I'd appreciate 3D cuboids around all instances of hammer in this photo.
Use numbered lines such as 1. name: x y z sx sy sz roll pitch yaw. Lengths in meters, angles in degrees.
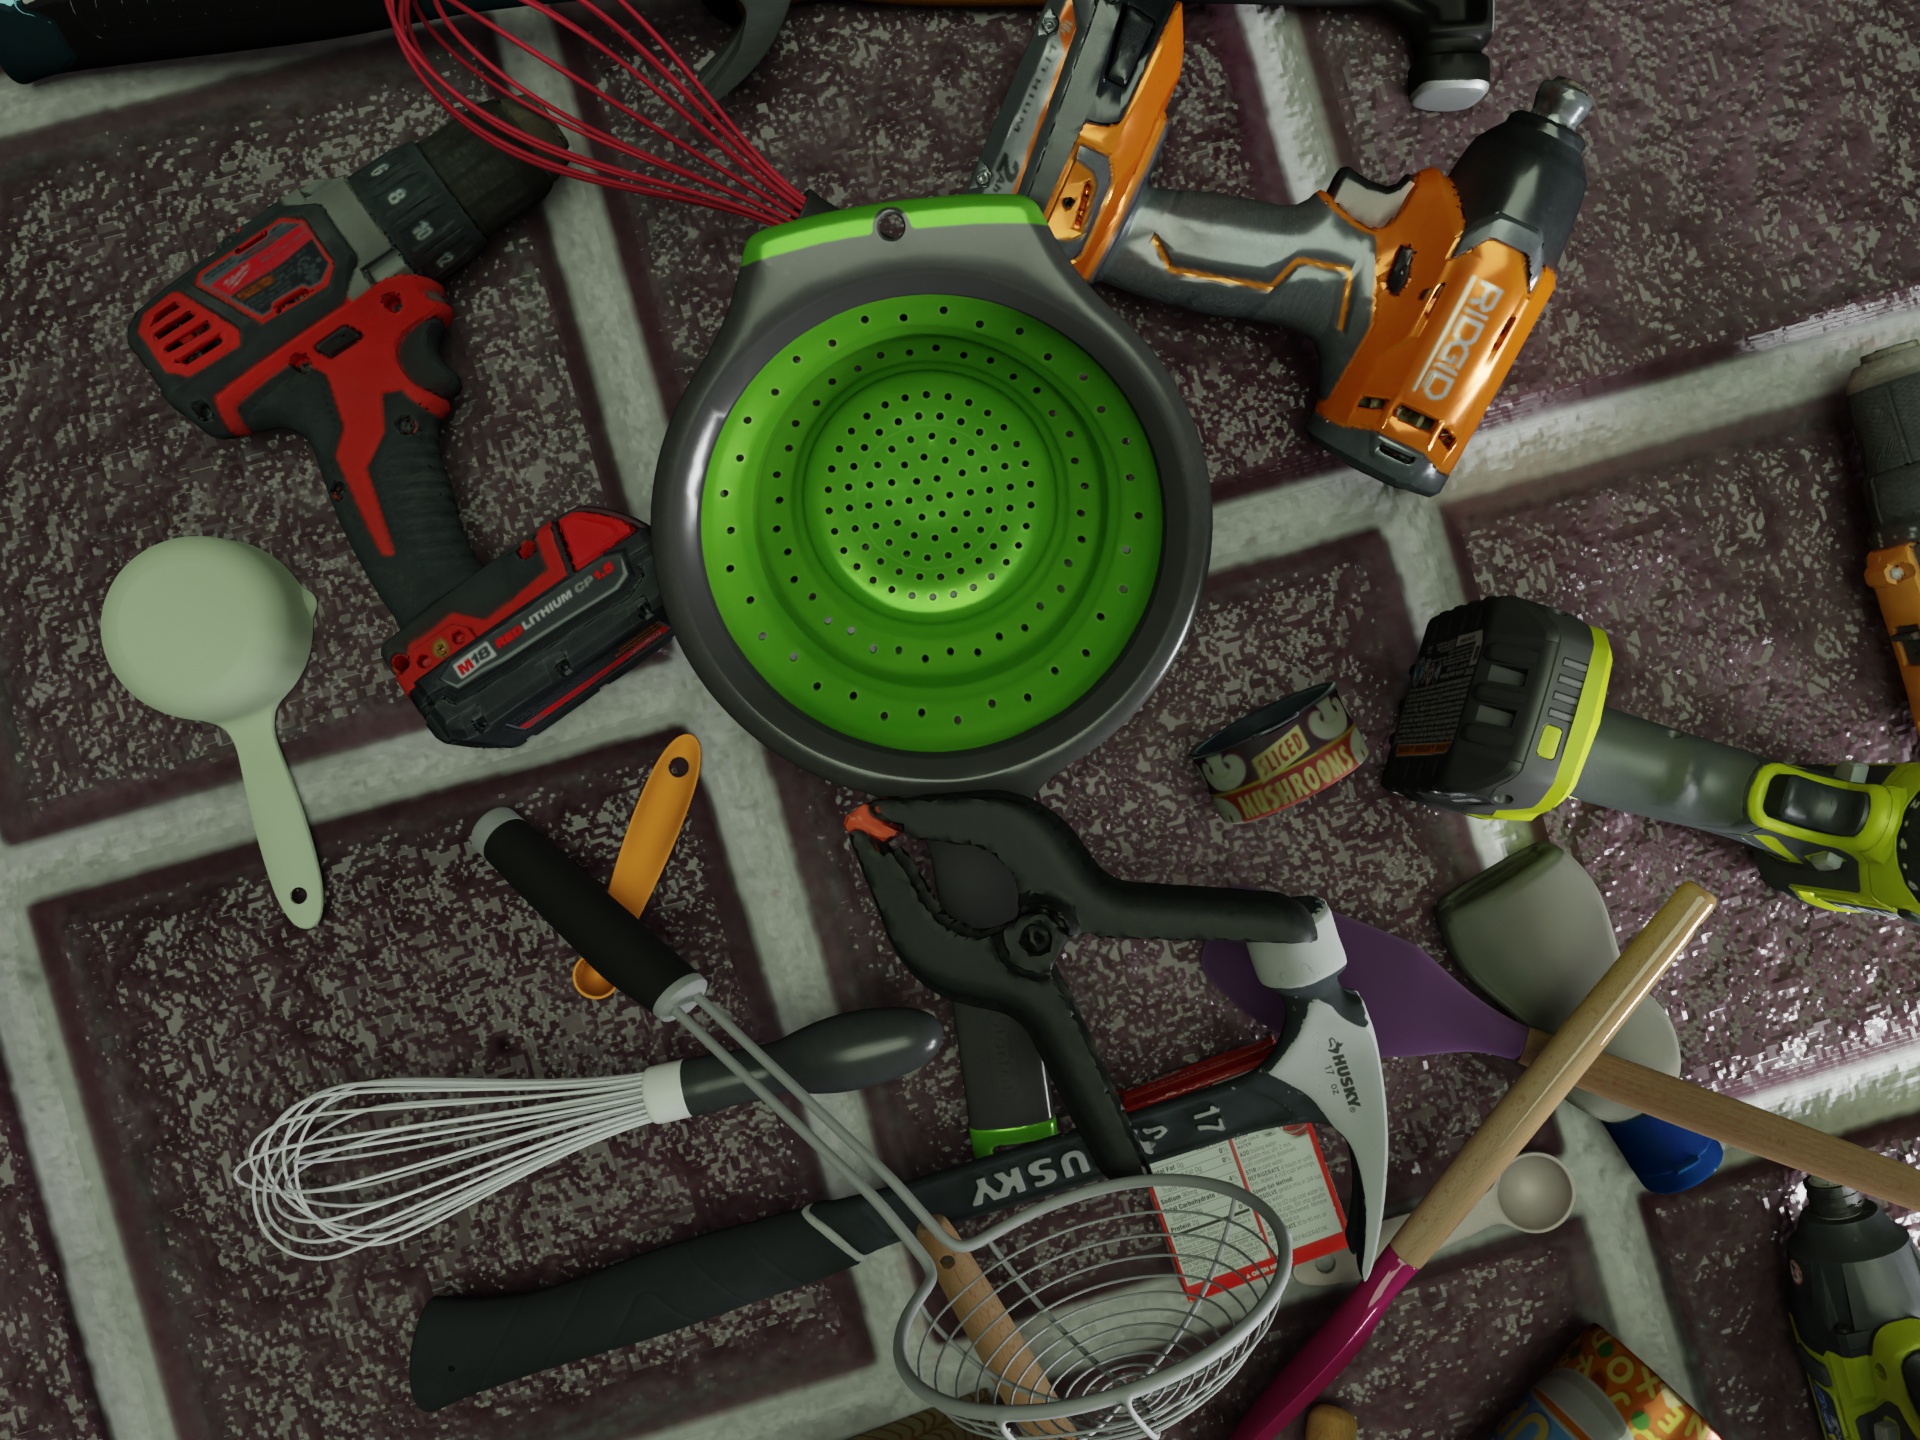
1. hammer: -0.029 0.201 0.630 0.409 0.036 0.149 -19 100 5
2. hammer: -0.225 -0.290 0.626 0.331 0.128 0.033 -4 52 6
3. hammer: 0.056 -0.324 0.666 0.337 0.034 0.127 0 90 -3

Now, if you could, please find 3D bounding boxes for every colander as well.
1. colander: -0.001 -0.002 0.642 0.204 0.094 0.397 -7 107 0

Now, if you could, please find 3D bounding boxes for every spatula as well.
1. spatula: 0.250 0.141 0.638 0.316 0.018 0.059 19 105 13
2. spatula: 0.059 0.324 0.630 0.082 0.044 0.317 -27 107 0

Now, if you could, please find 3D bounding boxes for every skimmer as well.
1. skimmer: -0.055 0.113 0.557 0.364 0.127 0.090 35 130 27

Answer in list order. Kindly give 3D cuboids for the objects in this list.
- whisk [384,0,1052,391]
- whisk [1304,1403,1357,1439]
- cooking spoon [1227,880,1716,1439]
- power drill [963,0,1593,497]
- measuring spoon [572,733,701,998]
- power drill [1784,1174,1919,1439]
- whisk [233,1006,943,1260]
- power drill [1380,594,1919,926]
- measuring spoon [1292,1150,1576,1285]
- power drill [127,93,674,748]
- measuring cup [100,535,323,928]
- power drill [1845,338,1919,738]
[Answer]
1. whisk: -0.082 -0.207 0.620 0.295 0.073 0.073 26 88 -21
2. whisk: 0.127 0.394 0.614 0.047 0.051 0.245 26 59 -16
3. cooking spoon: 0.191 0.192 0.629 0.017 0.068 0.319 41 101 30
4. power drill: 0.127 -0.207 0.628 0.226 0.084 0.164 25 109 -3
5. measuring spoon: -0.134 0.060 0.665 0.021 0.011 0.117 21 85 -3
6. power drill: 0.378 0.272 0.577 0.080 0.223 0.171 -16 90 4
7. whisk: -0.145 0.153 0.626 0.284 0.070 0.070 -13 90 2
8. power drill: 0.293 0.024 0.598 0.228 0.190 0.080 17 89 2
9. measuring spoon: 0.199 0.214 0.677 0.124 0.018 0.034 -21 90 4
10. power drill: -0.193 -0.122 0.633 0.188 0.080 0.227 -36 88 -3
11. measuring cup: -0.293 0.005 0.642 0.083 0.038 0.167 -18 88 -3
12. power drill: 0.492 -0.092 0.664 0.226 0.084 0.185 -17 89 2
